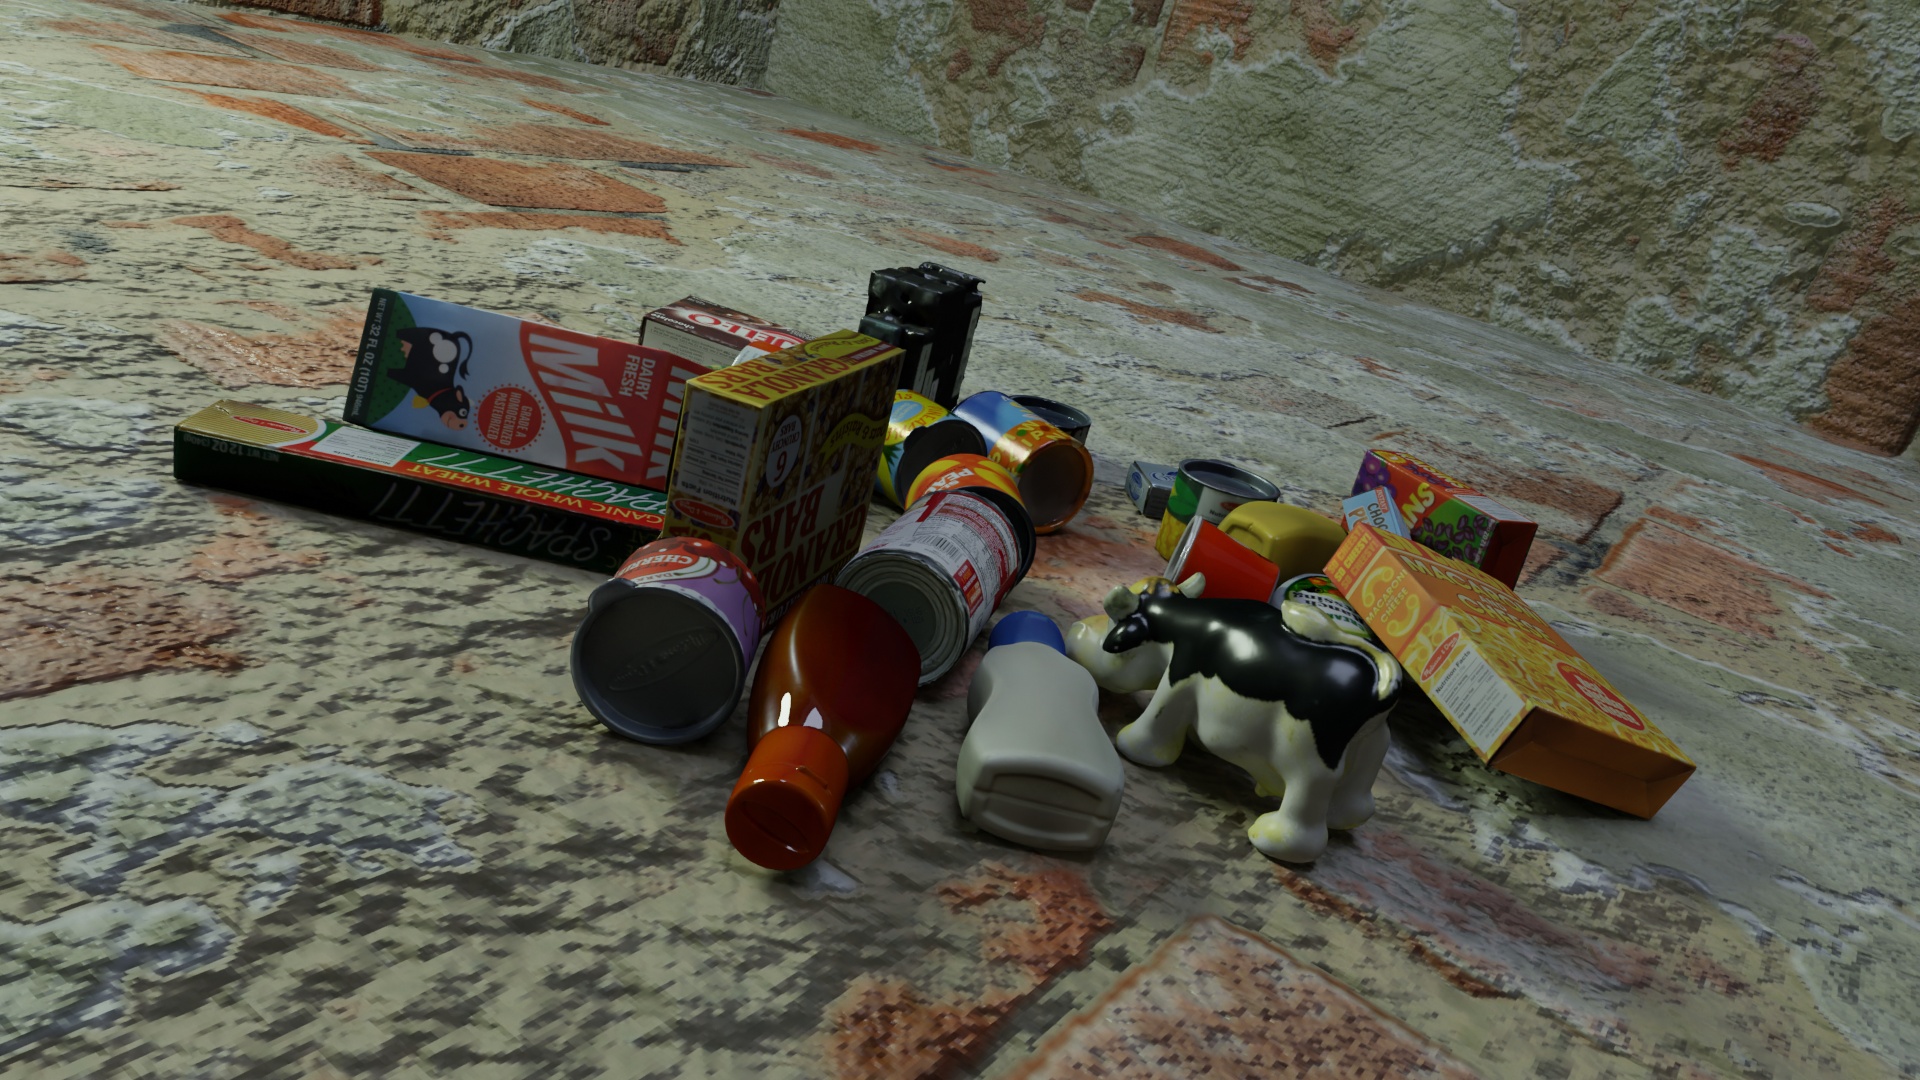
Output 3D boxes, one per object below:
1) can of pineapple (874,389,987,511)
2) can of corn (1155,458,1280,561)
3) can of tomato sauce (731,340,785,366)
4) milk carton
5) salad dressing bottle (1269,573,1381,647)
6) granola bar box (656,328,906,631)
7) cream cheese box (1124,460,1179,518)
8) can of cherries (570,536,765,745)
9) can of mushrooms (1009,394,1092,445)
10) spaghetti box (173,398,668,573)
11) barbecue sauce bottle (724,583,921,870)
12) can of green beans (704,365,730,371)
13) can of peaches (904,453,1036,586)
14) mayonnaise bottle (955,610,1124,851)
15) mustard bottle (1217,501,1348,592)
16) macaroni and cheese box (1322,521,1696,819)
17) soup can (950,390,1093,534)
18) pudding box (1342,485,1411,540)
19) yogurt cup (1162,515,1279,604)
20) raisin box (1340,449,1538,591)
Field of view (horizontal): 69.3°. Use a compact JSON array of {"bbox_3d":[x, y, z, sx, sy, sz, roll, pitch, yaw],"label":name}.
[{"bbox_3d":[-0.027,-0.054,0.846,0.071,0.070,0.058,-2,25,-38],"label":"can of pineapple"},{"bbox_3d":[0.163,-0.014,0.887,0.071,0.058,0.071,13,20,-5],"label":"can of corn"},{"bbox_3d":[-0.100,-0.083,0.879,0.083,0.071,0.071,19,20,14],"label":"can of tomato sauce"},{"bbox_3d":[-0.211,-0.072,0.732,0.191,0.072,0.073,13,-4,-6],"label":"milk carton"},{"bbox_3d":[0.190,0.062,0.726,0.064,0.043,0.148,21,21,3],"label":"salad dressing bottle"},{"bbox_3d":[-0.084,-0.026,0.652,0.039,0.123,0.166,19,20,13],"label":"granola bar box"},{"bbox_3d":[0.172,-0.029,0.980,0.104,0.024,0.053,10,20,-11],"label":"cream cheese box"},{"bbox_3d":[-0.114,0.036,0.547,0.071,0.071,0.058,13,20,-4],"label":"can of cherries"},{"bbox_3d":[0.062,-0.081,1.030,0.071,0.033,0.071,14,20,-5],"label":"can of mushrooms"},{"bbox_3d":[-0.242,-0.023,0.672,0.250,0.028,0.050,13,20,-6],"label":"spaghetti box"},{"bbox_3d":[-0.054,0.069,0.533,0.065,0.043,0.149,38,20,-8],"label":"barbecue sauce bottle"},{"bbox_3d":[-0.133,-0.066,0.820,0.071,0.057,0.071,13,20,-5],"label":"can of green beans"},{"bbox_3d":[0.003,-0.009,0.748,0.071,0.071,0.058,11,19,-10],"label":"can of peaches"},{"bbox_3d":[0.031,0.075,0.590,0.065,0.041,0.148,14,19,-5],"label":"mayonnaise bottle"},{"bbox_3d":[0.206,0.011,0.852,0.049,0.065,0.160,34,20,33],"label":"mustard bottle"},{"bbox_3d":[0.281,0.063,0.725,0.124,0.040,0.167,20,24,-27],"label":"macaroni and cheese box"},{"bbox_3d":[0.037,-0.052,0.882,0.071,0.071,0.084,-1,26,-37],"label":"soup can"},{"bbox_3d":[0.261,0.013,0.847,0.030,0.049,0.084,-21,43,21],"label":"pudding box"},{"bbox_3d":[0.138,0.027,0.756,0.054,0.072,0.072,25,21,5],"label":"yogurt cup"},{"bbox_3d":[0.301,0.002,0.898,0.040,0.085,0.124,1,24,-27],"label":"raisin box"}]
